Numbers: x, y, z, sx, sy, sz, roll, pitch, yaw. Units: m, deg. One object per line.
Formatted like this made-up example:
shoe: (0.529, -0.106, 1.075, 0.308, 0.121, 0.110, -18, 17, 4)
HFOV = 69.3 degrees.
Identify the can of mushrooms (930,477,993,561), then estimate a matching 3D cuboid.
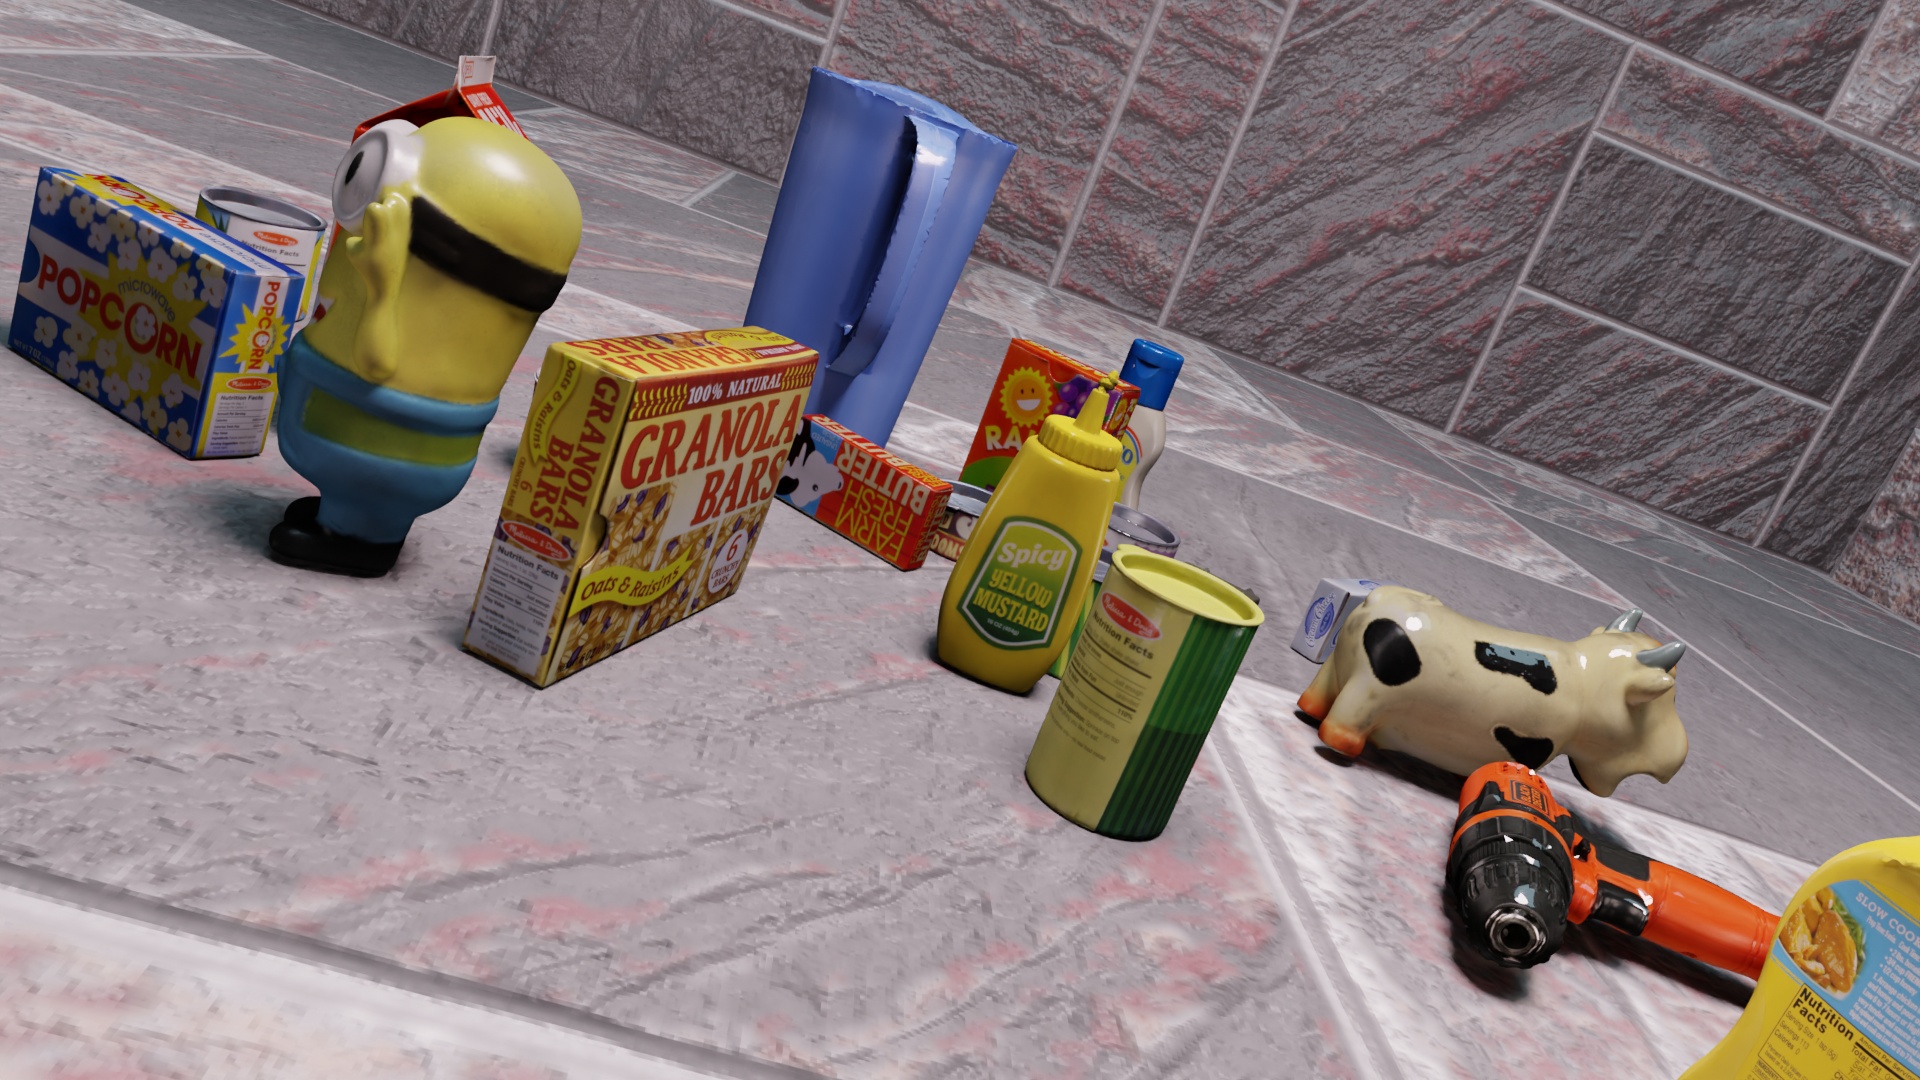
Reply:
can of mushrooms: (0.003, -0.011, 0.850, 0.071, 0.033, 0.071, 20, 16, -6)

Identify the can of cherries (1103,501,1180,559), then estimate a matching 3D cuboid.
can of cherries: (0.093, 0.014, 0.840, 0.071, 0.058, 0.072, 20, 16, -6)

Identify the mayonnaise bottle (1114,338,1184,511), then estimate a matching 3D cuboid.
mayonnaise bottle: (0.104, -0.061, 0.931, 0.065, 0.147, 0.041, 26, 16, 15)

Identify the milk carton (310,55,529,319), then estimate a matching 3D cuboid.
milk carton: (-0.248, -0.133, 0.649, 0.073, 0.190, 0.072, 18, 16, -13)

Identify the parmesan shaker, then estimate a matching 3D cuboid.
parmesan shaker: (0.074, 0.063, 0.582, 0.071, 0.102, 0.071, 20, 16, -6)

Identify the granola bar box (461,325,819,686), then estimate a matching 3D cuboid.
granola bar box: (-0.123, -0.022, 0.570, 0.039, 0.123, 0.166, 25, 17, 11)

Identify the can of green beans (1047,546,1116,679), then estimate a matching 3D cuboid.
can of green beans: (0.064, 0.037, 0.731, 0.071, 0.057, 0.071, 20, 16, -6)

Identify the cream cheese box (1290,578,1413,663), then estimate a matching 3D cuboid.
cream cheese box: (0.267, 0.054, 0.936, 0.104, 0.053, 0.024, 3, 24, -47)

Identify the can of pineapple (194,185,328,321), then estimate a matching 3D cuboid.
can of pineapple: (-0.402, -0.163, 0.791, 0.071, 0.057, 0.071, 20, 16, -6)

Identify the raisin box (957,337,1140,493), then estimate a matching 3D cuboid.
raisin box: (0.053, -0.059, 0.905, 0.086, 0.123, 0.040, 28, 17, 23)

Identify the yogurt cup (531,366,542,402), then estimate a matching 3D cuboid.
yogurt cup: (-0.190, -0.053, 0.711, 0.072, 0.053, 0.072, 20, 16, -6)

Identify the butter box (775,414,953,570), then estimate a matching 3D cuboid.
butter box: (-0.057, -0.029, 0.798, 0.103, 0.053, 0.024, 29, 18, 25)

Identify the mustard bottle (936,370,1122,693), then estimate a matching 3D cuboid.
mustard bottle: (0.040, -0.008, 0.662, 0.065, 0.159, 0.049, 21, 16, 0)

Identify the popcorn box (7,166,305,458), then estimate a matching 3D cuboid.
popcorn box: (-0.351, -0.099, 0.604, 0.127, 0.085, 0.038, 27, 17, 19)
